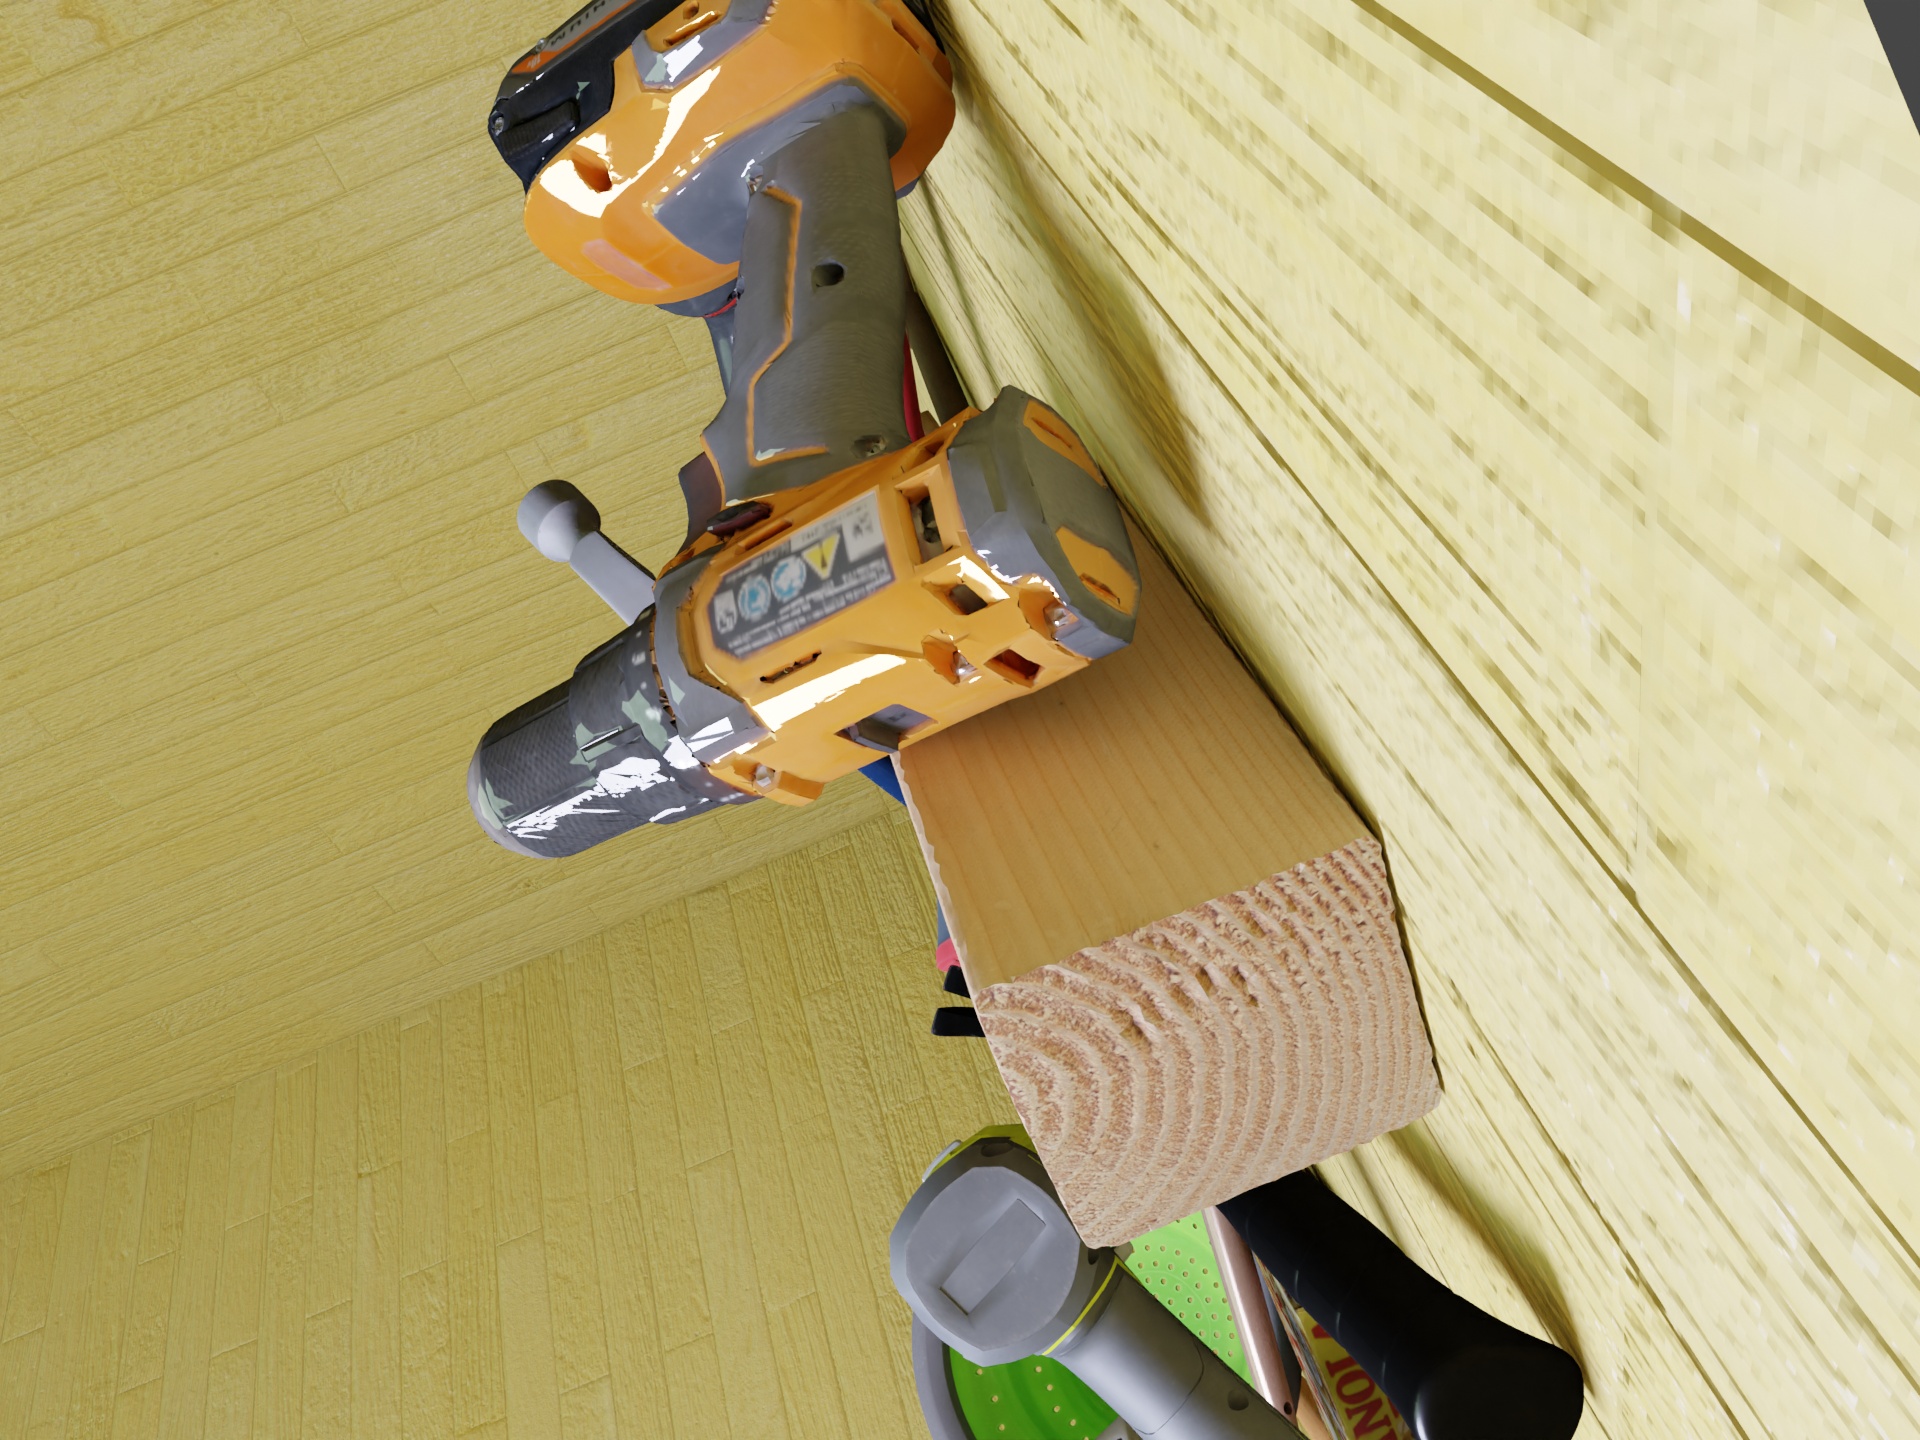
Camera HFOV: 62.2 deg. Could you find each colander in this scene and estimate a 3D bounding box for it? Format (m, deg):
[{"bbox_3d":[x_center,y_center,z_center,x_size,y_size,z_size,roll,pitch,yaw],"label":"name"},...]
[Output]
[{"bbox_3d":[0.087,0.238,0.839,0.094,0.204,0.397,30,-122,-58],"label":"colander"}]

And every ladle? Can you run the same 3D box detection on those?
[{"bbox_3d":[0.004,-0.102,0.778,0.078,0.062,0.320,84,169,-55],"label":"ladle"}]

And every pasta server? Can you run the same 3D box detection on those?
[{"bbox_3d":[0.103,0.176,0.754,0.040,0.060,0.316,-33,70,58],"label":"pasta server"}]

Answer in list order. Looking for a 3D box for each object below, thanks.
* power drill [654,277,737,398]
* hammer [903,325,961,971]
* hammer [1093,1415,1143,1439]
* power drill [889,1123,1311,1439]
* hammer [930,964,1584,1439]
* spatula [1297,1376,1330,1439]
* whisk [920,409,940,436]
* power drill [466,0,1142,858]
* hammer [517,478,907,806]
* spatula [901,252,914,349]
[{"bbox_3d":[-0.080,-0.174,0.745,0.188,0.080,0.226,-76,-27,-54],"label":"power drill"},{"bbox_3d":[-0.021,-0.078,0.670,0.143,0.038,0.386,-110,11,-72],"label":"hammer"},{"bbox_3d":[0.160,0.384,0.657,0.331,0.031,0.130,47,-178,-26],"label":"hammer"},{"bbox_3d":[0.079,0.228,0.547,0.228,0.080,0.190,41,176,13],"label":"power drill"},{"bbox_3d":[0.082,0.139,0.521,0.409,0.149,0.036,179,106,-83],"label":"hammer"},{"bbox_3d":[0.201,0.387,0.714,0.081,0.041,0.323,51,177,-14],"label":"spatula"},{"bbox_3d":[-0.035,-0.183,0.867,0.245,0.051,0.047,55,-141,-1],"label":"whisk"},{"bbox_3d":[-0.065,-0.083,0.419,0.084,0.185,0.226,23,-133,-55],"label":"power drill"},{"bbox_3d":[-0.073,0.004,0.871,0.144,0.035,0.405,41,-179,34],"label":"hammer"},{"bbox_3d":[-0.075,-0.304,0.793,0.082,0.044,0.317,34,160,38],"label":"spatula"}]
